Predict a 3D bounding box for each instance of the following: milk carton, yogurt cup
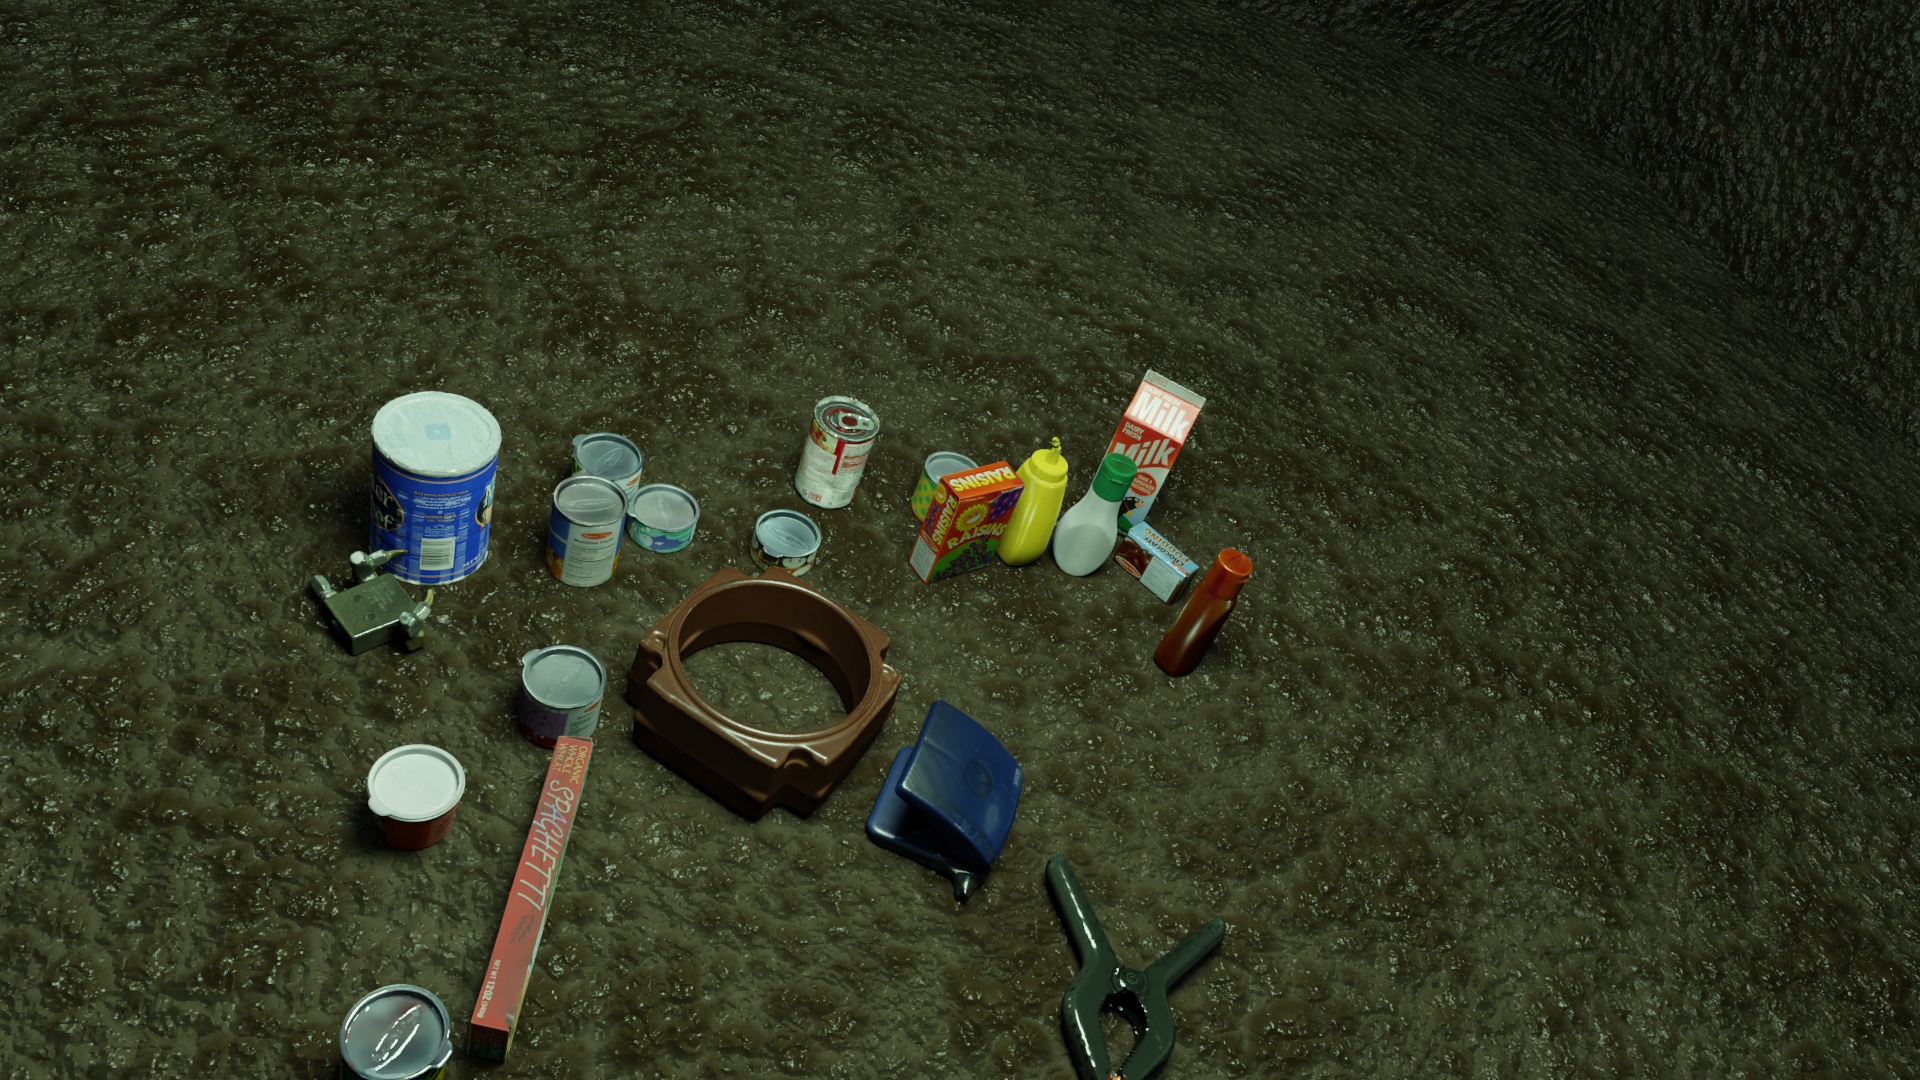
[{"bbox_3d":[0.202,-0.099,1.534,0.072,0.189,0.074,28,41,6],"label":"milk carton"},{"bbox_3d":[-0.410,0.196,1.045,0.072,0.053,0.073,13,42,-12],"label":"yogurt cup"}]

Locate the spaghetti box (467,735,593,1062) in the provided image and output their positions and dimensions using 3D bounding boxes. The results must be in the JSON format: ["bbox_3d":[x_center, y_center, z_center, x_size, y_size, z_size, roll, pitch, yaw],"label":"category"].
[{"bbox_3d":[-0.315,0.255,1.028,0.029,0.049,0.251,14,42,-11],"label":"spaghetti box"}]

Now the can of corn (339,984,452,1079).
[{"bbox_3d":[-0.369,0.337,0.910,0.071,0.058,0.071,13,42,-12],"label":"can of corn"}]

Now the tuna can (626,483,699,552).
[{"bbox_3d":[-0.291,-0.021,1.347,0.071,0.032,0.071,13,42,-12],"label":"tuna can"}]

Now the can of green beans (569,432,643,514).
[{"bbox_3d":[-0.345,-0.062,1.347,0.071,0.057,0.071,13,42,-12],"label":"can of green beans"}]

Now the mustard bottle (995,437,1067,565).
[{"bbox_3d":[0.078,-0.045,1.442,0.049,0.159,0.065,-6,48,-29],"label":"mustard bottle"}]

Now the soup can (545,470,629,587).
[{"bbox_3d":[-0.344,-0.010,1.273,0.071,0.083,0.072,13,42,-12],"label":"soup can"}]

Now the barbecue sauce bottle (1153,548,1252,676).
[{"bbox_3d":[0.248,0.072,1.403,0.044,0.147,0.065,42,44,20],"label":"barbecue sauce bottle"}]

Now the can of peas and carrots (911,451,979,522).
[{"bbox_3d":[-0.013,-0.051,1.485,0.071,0.058,0.071,13,42,-12],"label":"can of peas and carrots"}]

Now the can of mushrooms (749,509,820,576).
[{"bbox_3d":[-0.175,0.004,1.372,0.071,0.033,0.071,13,42,-12],"label":"can of mushrooms"}]

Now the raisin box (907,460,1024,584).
[{"bbox_3d":[0.005,-0.018,1.408,0.086,0.122,0.040,-15,53,-35],"label":"raisin box"}]

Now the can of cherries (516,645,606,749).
[{"bbox_3d":[-0.332,0.128,1.149,0.071,0.058,0.072,13,42,-12],"label":"can of cherries"}]

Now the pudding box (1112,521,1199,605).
[{"bbox_3d":[0.213,0.025,1.513,0.084,0.049,0.030,41,44,20],"label":"pudding box"}]

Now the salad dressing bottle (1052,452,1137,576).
[{"bbox_3d":[0.143,-0.027,1.462,0.064,0.146,0.044,18,41,-5],"label":"salad dressing bottle"}]
